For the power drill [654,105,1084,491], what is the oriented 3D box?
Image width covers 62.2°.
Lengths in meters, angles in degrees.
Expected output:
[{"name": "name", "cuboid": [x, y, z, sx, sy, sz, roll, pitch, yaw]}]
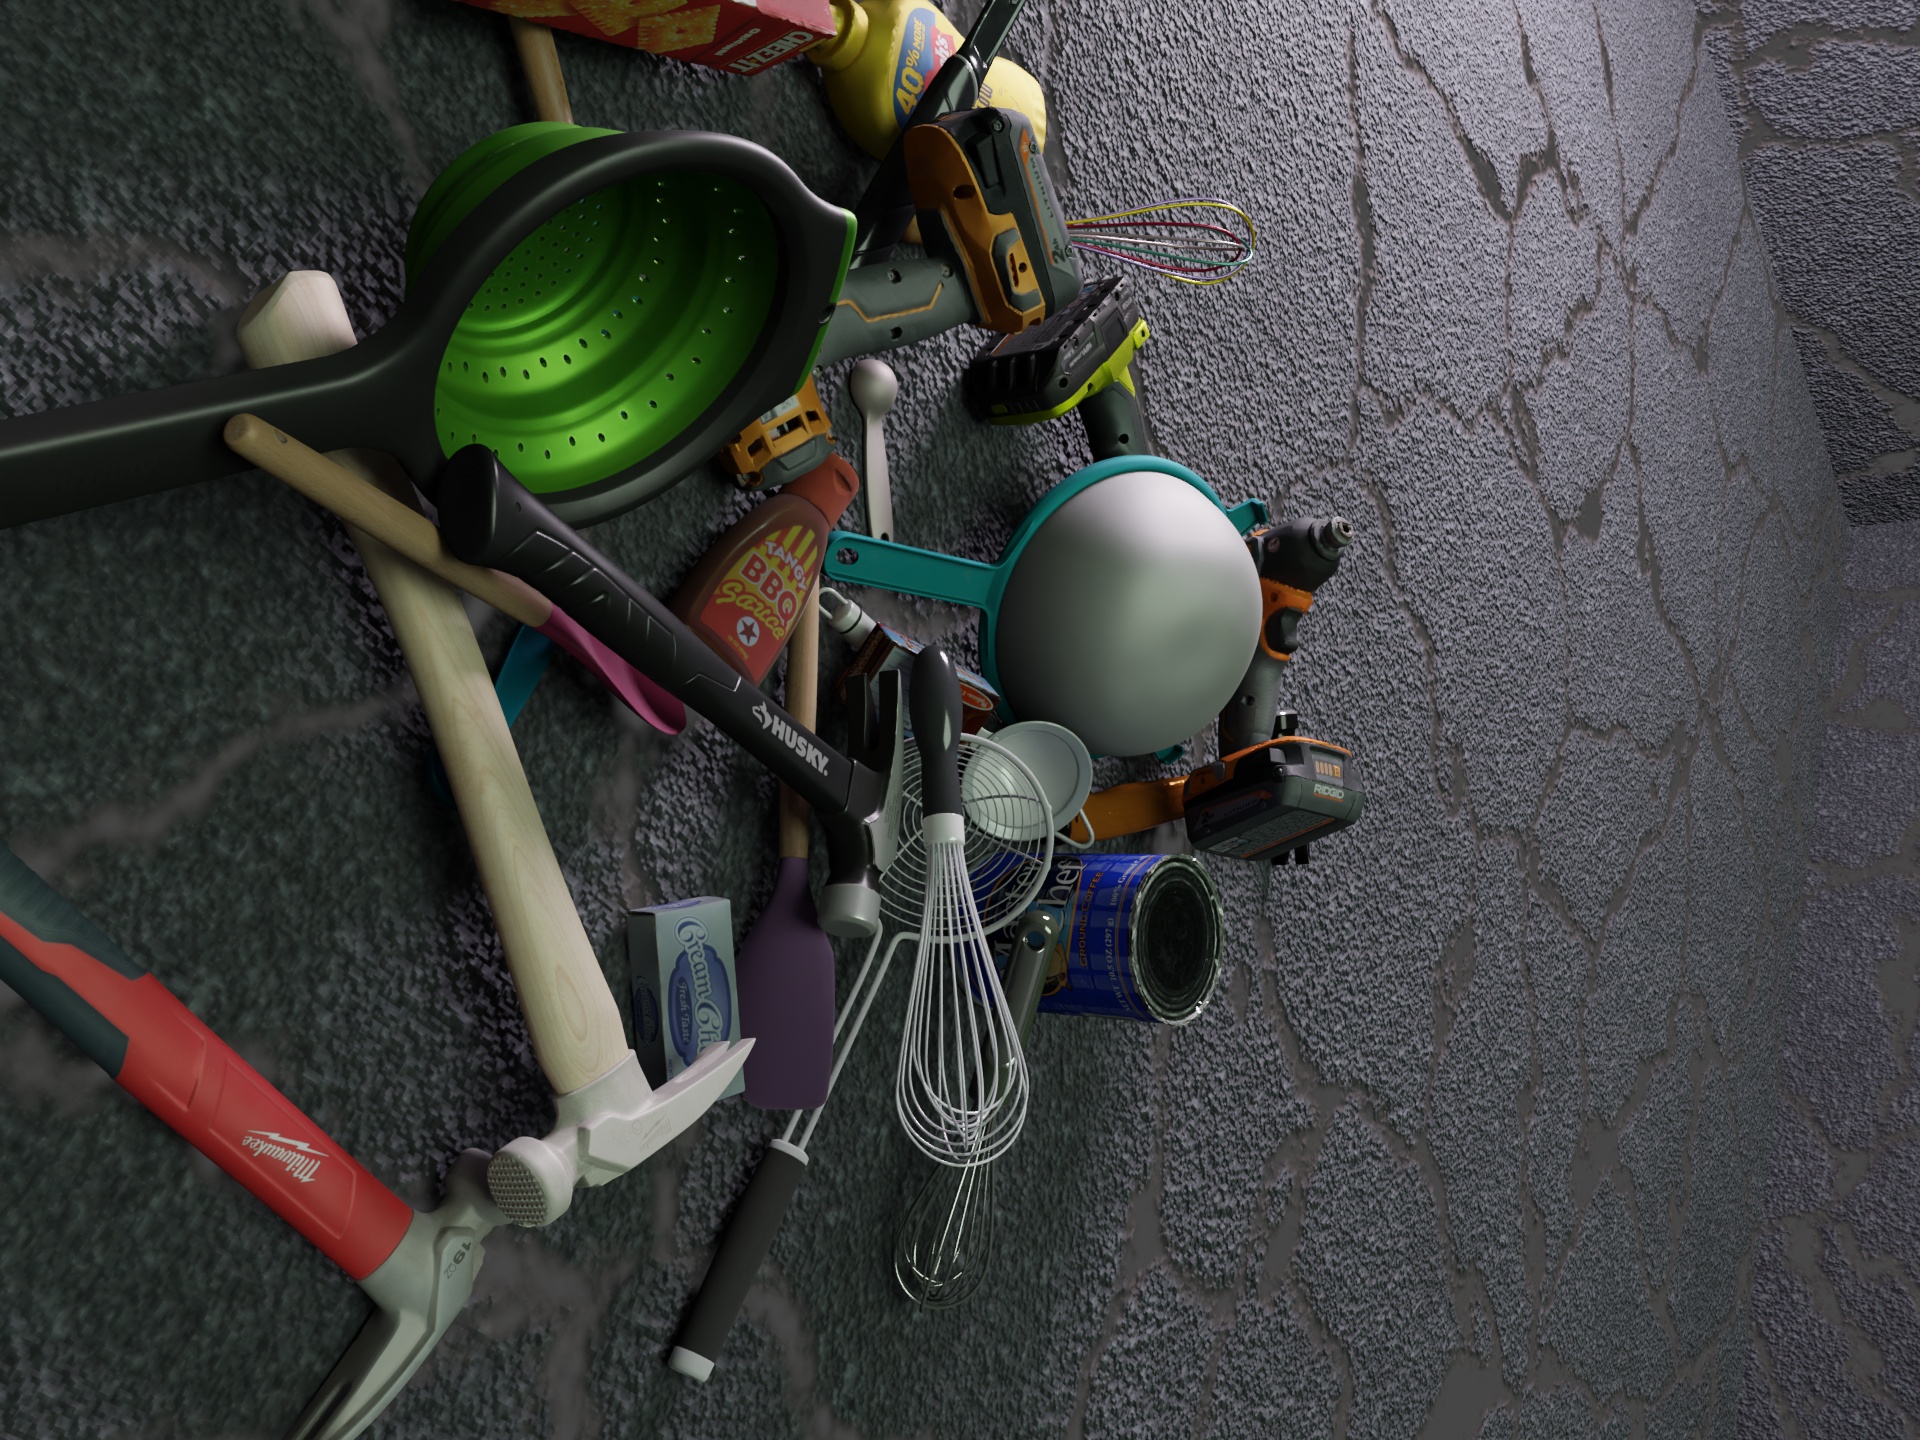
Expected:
[{"name": "power drill", "cuboid": [-0.062, -0.252, 0.848, 0.226, 0.084, 0.185, -33, 118, -16]}]

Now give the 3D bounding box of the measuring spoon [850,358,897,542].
[{"name": "measuring spoon", "cuboid": [-0.046, -0.156, 0.957, 0.034, 0.018, 0.124, -6, 92, -50]}]

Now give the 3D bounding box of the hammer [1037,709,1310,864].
[{"name": "hammer", "cuboid": [0.165, 0.064, 1.179, 0.336, 0.034, 0.127, -5, 90, -50]}]

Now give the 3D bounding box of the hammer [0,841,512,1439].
[{"name": "hammer", "cuboid": [-0.323, 0.125, 0.594, 0.386, 0.038, 0.143, 57, 50, -30]}]

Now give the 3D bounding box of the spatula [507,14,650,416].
[{"name": "spatula", "cuboid": [-0.209, -0.304, 0.774, 0.082, 0.044, 0.317, -19, 97, -48]}]

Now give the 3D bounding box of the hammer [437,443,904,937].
[{"name": "hammer", "cuboid": [-0.120, -0.023, 0.751, 0.334, 0.035, 0.146, 45, 46, -50]}]

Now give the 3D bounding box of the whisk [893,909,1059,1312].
[{"name": "whisk", "cuboid": [0.014, 0.229, 0.931, 0.059, 0.058, 0.246, 0, 106, -83]}]

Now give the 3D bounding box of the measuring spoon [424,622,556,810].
[{"name": "measuring spoon", "cuboid": [-0.218, -0.011, 0.750, 0.042, 0.021, 0.129, 46, 45, -35]}]

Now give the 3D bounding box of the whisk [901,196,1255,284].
[{"name": "whisk", "cuboid": [0.079, -0.307, 1.019, 0.245, 0.047, 0.051, -3, 59, -17]}]

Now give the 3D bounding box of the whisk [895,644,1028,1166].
[{"name": "whisk", "cuboid": [-0.008, 0.091, 0.846, 0.070, 0.070, 0.285, 20, 58, -47]}]

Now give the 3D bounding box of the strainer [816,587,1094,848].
[{"name": "strainer", "cuboid": [-0.002, -0.003, 0.982, 0.087, 0.050, 0.258, -42, 124, 8]}]

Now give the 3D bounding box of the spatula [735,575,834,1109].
[{"name": "spatula", "cuboid": [-0.093, 0.050, 0.870, 0.018, 0.060, 0.316, 61, 30, -74]}]

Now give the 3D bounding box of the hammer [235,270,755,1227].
[{"name": "hammer", "cuboid": [-0.210, 0.004, 0.706, 0.146, 0.038, 0.410, -29, 103, -53]}]

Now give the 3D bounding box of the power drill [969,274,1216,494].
[{"name": "power drill", "cuboid": [0.097, -0.170, 1.086, 0.171, 0.080, 0.223, -53, 128, -37]}]

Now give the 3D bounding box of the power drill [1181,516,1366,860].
[{"name": "power drill", "cuboid": [0.222, -0.031, 1.122, 0.084, 0.164, 0.227, 14, 63, -28]}]

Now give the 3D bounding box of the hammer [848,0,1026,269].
[{"name": "hammer", "cuboid": [0.008, -0.392, 0.925, 0.149, 0.036, 0.409, 35, 82, -47]}]

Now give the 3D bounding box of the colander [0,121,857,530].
[{"name": "colander", "cuboid": [-0.224, -0.157, 0.629, 0.397, 0.204, 0.095, -25, 64, -39]}]

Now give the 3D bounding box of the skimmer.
[{"name": "skimmer", "cuboid": [-0.060, 0.175, 0.861, 0.127, 0.090, 0.363, 30, 63, -9]}]

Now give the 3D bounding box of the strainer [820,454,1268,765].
[{"name": "strainer", "cuboid": [0.072, -0.065, 0.987, 0.340, 0.095, 0.211, 8, 106, -37]}]

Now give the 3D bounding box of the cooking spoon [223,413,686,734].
[{"name": "cooking spoon", "cuboid": [-0.197, -0.056, 0.687, 0.318, 0.017, 0.069, 42, 27, -65]}]
